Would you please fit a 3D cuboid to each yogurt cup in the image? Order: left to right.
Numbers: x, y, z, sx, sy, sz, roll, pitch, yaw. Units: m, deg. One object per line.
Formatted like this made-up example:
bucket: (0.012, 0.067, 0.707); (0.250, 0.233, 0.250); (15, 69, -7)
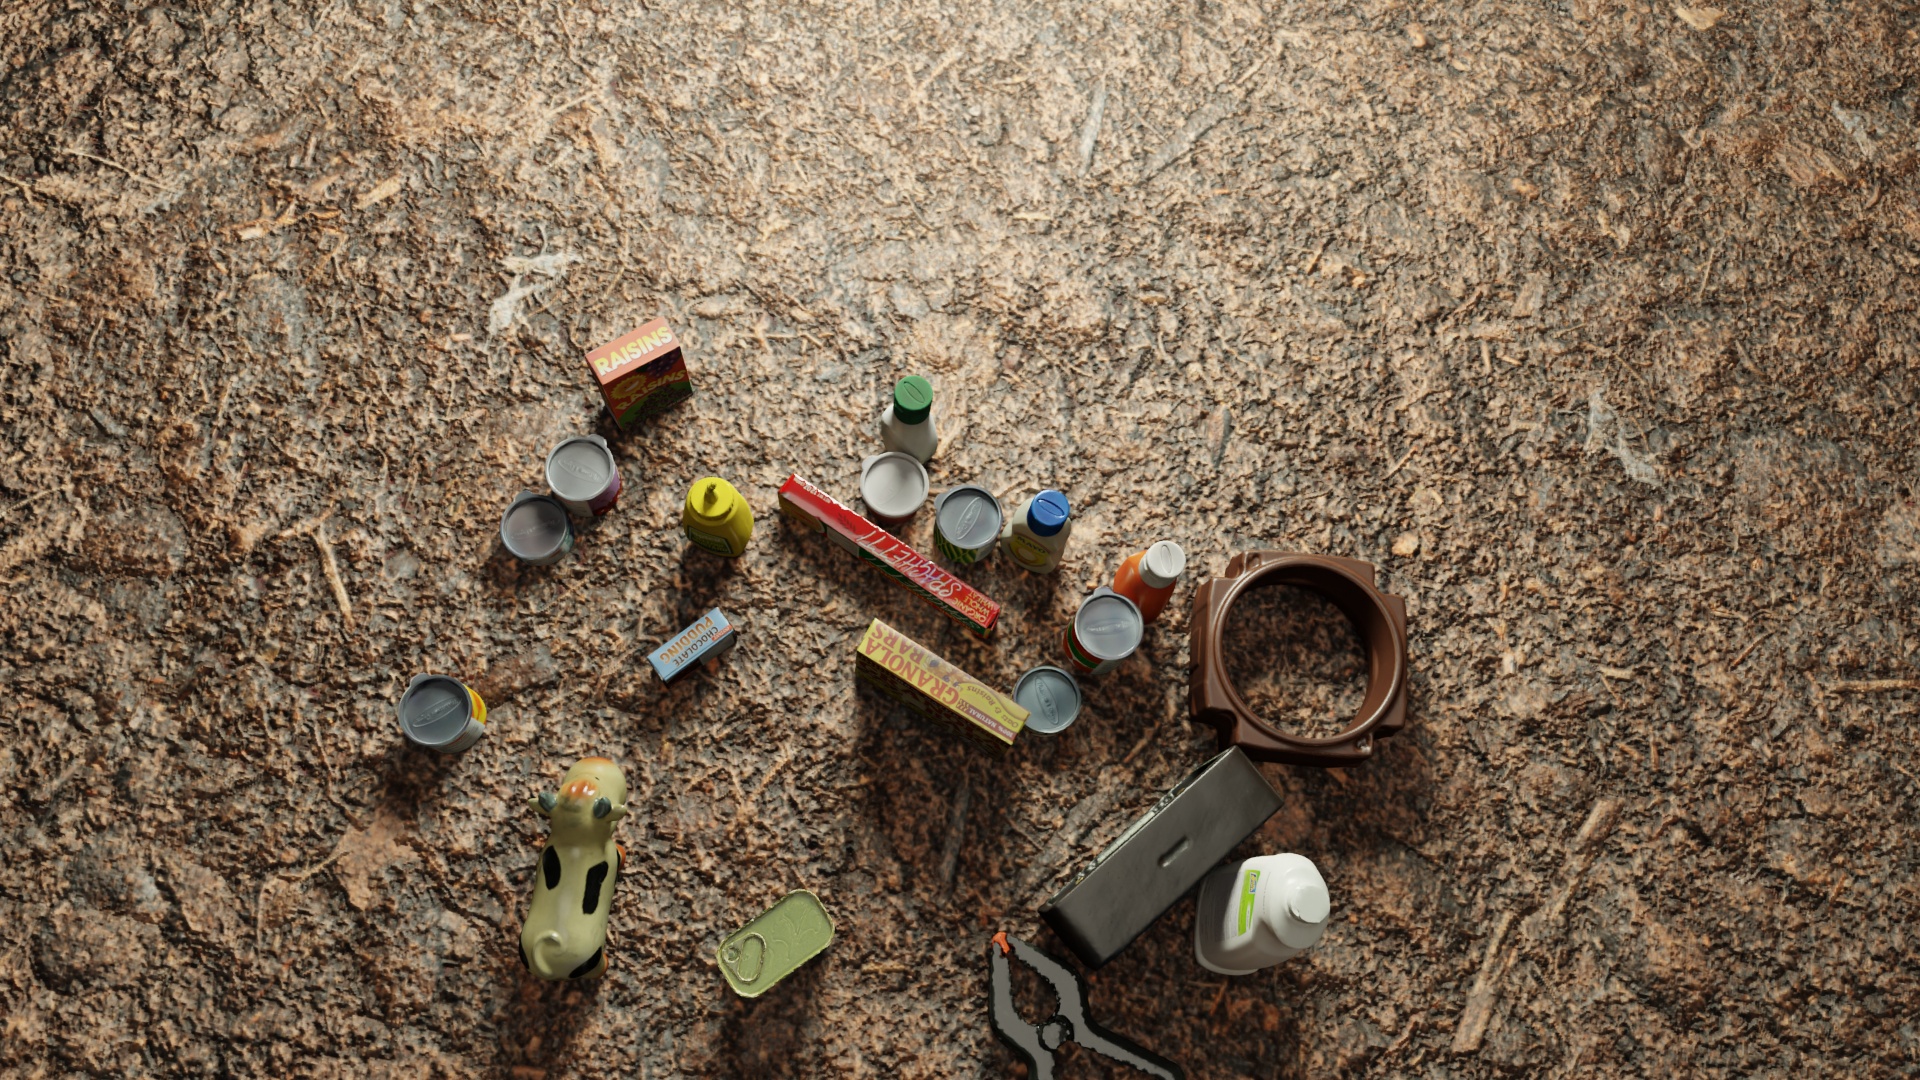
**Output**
yogurt cup: (-0.067, -0.049, 1.390); (0.072, 0.053, 0.072); (1, 74, -4)

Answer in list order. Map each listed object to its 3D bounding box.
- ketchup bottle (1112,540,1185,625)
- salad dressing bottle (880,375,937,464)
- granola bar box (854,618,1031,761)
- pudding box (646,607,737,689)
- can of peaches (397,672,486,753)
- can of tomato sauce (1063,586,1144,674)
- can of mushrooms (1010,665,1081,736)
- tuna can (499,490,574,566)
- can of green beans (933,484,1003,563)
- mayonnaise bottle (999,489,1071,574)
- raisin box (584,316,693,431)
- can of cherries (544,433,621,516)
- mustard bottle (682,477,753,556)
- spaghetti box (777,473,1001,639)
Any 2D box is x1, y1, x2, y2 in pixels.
ketchup bottle: (0.181, 0.038, 1.336); (0.043, 0.148, 0.065); (-7, 75, -7)
salad dressing bottle: (-0.049, -0.117, 1.362); (0.044, 0.147, 0.064); (-41, 81, -14)
granola bar box: (-0.021, 0.143, 1.300); (0.165, 0.124, 0.039); (31, 74, 4)
pudding box: (-0.256, 0.104, 1.331); (0.084, 0.049, 0.030); (-37, 80, -14)
can of peaches: (-0.481, 0.160, 1.291); (0.071, 0.058, 0.071); (1, 74, -4)
can of tomato sauce: (0.137, 0.089, 1.351); (0.071, 0.083, 0.071); (1, 74, -4)
can of mushrooms: (0.080, 0.157, 1.352); (0.071, 0.033, 0.071); (1, 74, -4)
tuna can: (-0.415, -0.012, 1.360); (0.071, 0.032, 0.071); (1, 74, -4)
can of green beans: (0.007, -0.016, 1.384); (0.071, 0.057, 0.071); (1, 74, -4)
mayonnaise bottle: (0.076, -0.010, 1.341); (0.065, 0.147, 0.041); (30, 74, 4)
raisin box: (-0.314, -0.163, 1.366); (0.086, 0.123, 0.040); (-29, 79, -12)
can of cherries: (-0.368, -0.064, 1.366); (0.071, 0.058, 0.071); (1, 74, -4)
mustard bottle: (-0.233, -0.027, 1.313); (0.065, 0.159, 0.049); (18, 74, 1)
spaghetti box: (-0.070, 0.017, 1.372); (0.250, 0.050, 0.029); (33, 74, 5)
